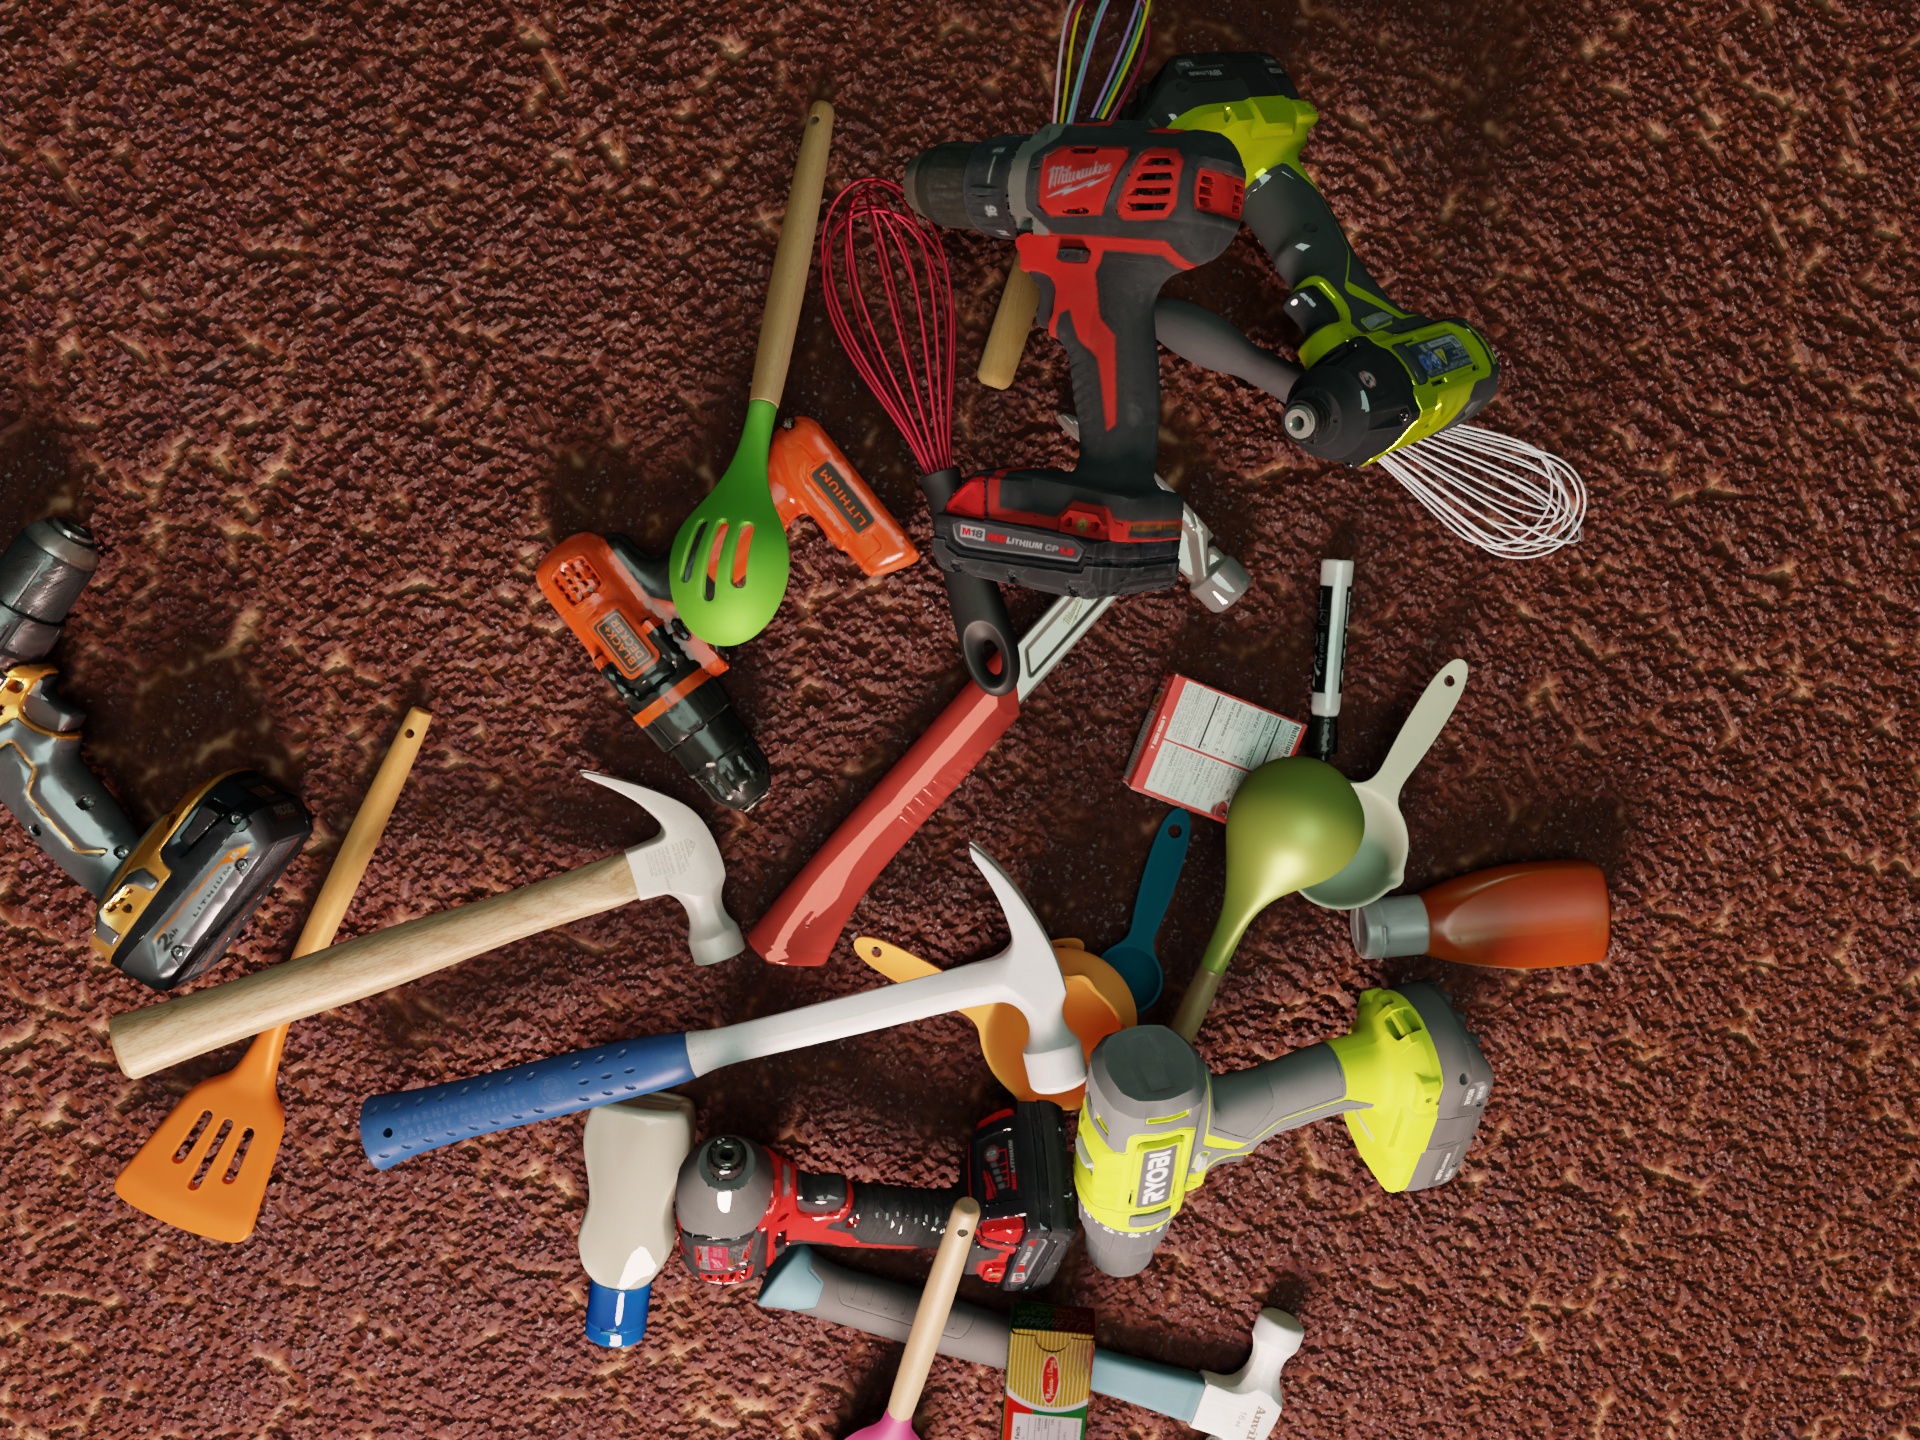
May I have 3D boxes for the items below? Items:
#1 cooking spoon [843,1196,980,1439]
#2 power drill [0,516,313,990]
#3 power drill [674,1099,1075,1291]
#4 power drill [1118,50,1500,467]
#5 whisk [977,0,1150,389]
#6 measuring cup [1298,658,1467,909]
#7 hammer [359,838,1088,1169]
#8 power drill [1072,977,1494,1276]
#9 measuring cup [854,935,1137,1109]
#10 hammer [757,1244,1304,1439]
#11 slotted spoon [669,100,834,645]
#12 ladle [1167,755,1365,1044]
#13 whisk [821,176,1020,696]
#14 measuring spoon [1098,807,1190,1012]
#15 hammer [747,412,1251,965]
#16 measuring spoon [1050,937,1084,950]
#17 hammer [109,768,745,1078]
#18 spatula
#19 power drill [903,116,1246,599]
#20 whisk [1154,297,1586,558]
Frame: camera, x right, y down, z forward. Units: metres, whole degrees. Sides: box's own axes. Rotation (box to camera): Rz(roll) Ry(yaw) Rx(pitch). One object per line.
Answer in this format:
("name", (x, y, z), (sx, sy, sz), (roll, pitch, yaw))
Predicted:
("cooking spoon", (-0.030, 0.382, 0.914), (0.068, 0.017, 0.318), (11, 123, -6))
("power drill", (-0.473, 0.016, 0.873), (0.226, 0.084, 0.185), (37, 92, -3))
("power drill", (-0.052, 0.271, 0.903), (0.219, 0.143, 0.079), (1, 53, -7))
("power drill", (0.173, -0.237, 0.833), (0.171, 0.080, 0.223), (-24, 77, -44))
("whisk", (0.056, -0.307, 0.897), (0.047, 0.051, 0.245), (21, 99, 14))
("measuring cup", (0.249, 0.034, 0.951), (0.083, 0.038, 0.167), (32, 92, -7))
("hammer", (-0.142, 0.179, 0.894), (0.405, 0.035, 0.144), (-14, 91, 5))
("power drill", (0.174, 0.240, 0.919), (0.228, 0.080, 0.190), (-10, 131, -13))
("measuring cup", (0.022, 0.159, 0.937), (0.173, 0.052, 0.095), (25, 113, 9))
("hammer", (0.039, 0.384, 0.979), (0.331, 0.033, 0.128), (19, 94, -6))
("slotted spoon", (-0.104, -0.194, 0.858), (0.070, 0.031, 0.314), (5, 77, 19))
("ladle", (0.145, 0.166, 0.939), (0.078, 0.062, 0.320), (35, 114, 35))
("whisk", (-0.016, -0.156, 0.881), (0.073, 0.073, 0.296), (-16, 93, -2))
("measuring spoon", (0.114, 0.114, 0.963), (0.042, 0.021, 0.128), (18, 86, 4))
("hammer", (-0.001, -0.003, 0.927), (0.149, 0.037, 0.359), (42, 92, -8))
("measuring spoon", (0.019, 0.154, 0.962), (0.117, 0.011, 0.021), (-19, 108, -5))
("hammer", (-0.294, 0.121, 0.885), (0.331, 0.031, 0.130), (-18, 96, -17))
("spatula", (-0.378, 0.140, 0.913), (0.081, 0.041, 0.322), (26, 93, -6))
("power drill", (0.042, -0.187, 0.808), (0.188, 0.080, 0.226), (16, 107, 36))
("whisk", (0.233, -0.172, 0.917), (0.284, 0.070, 0.070), (26, 94, -3))
